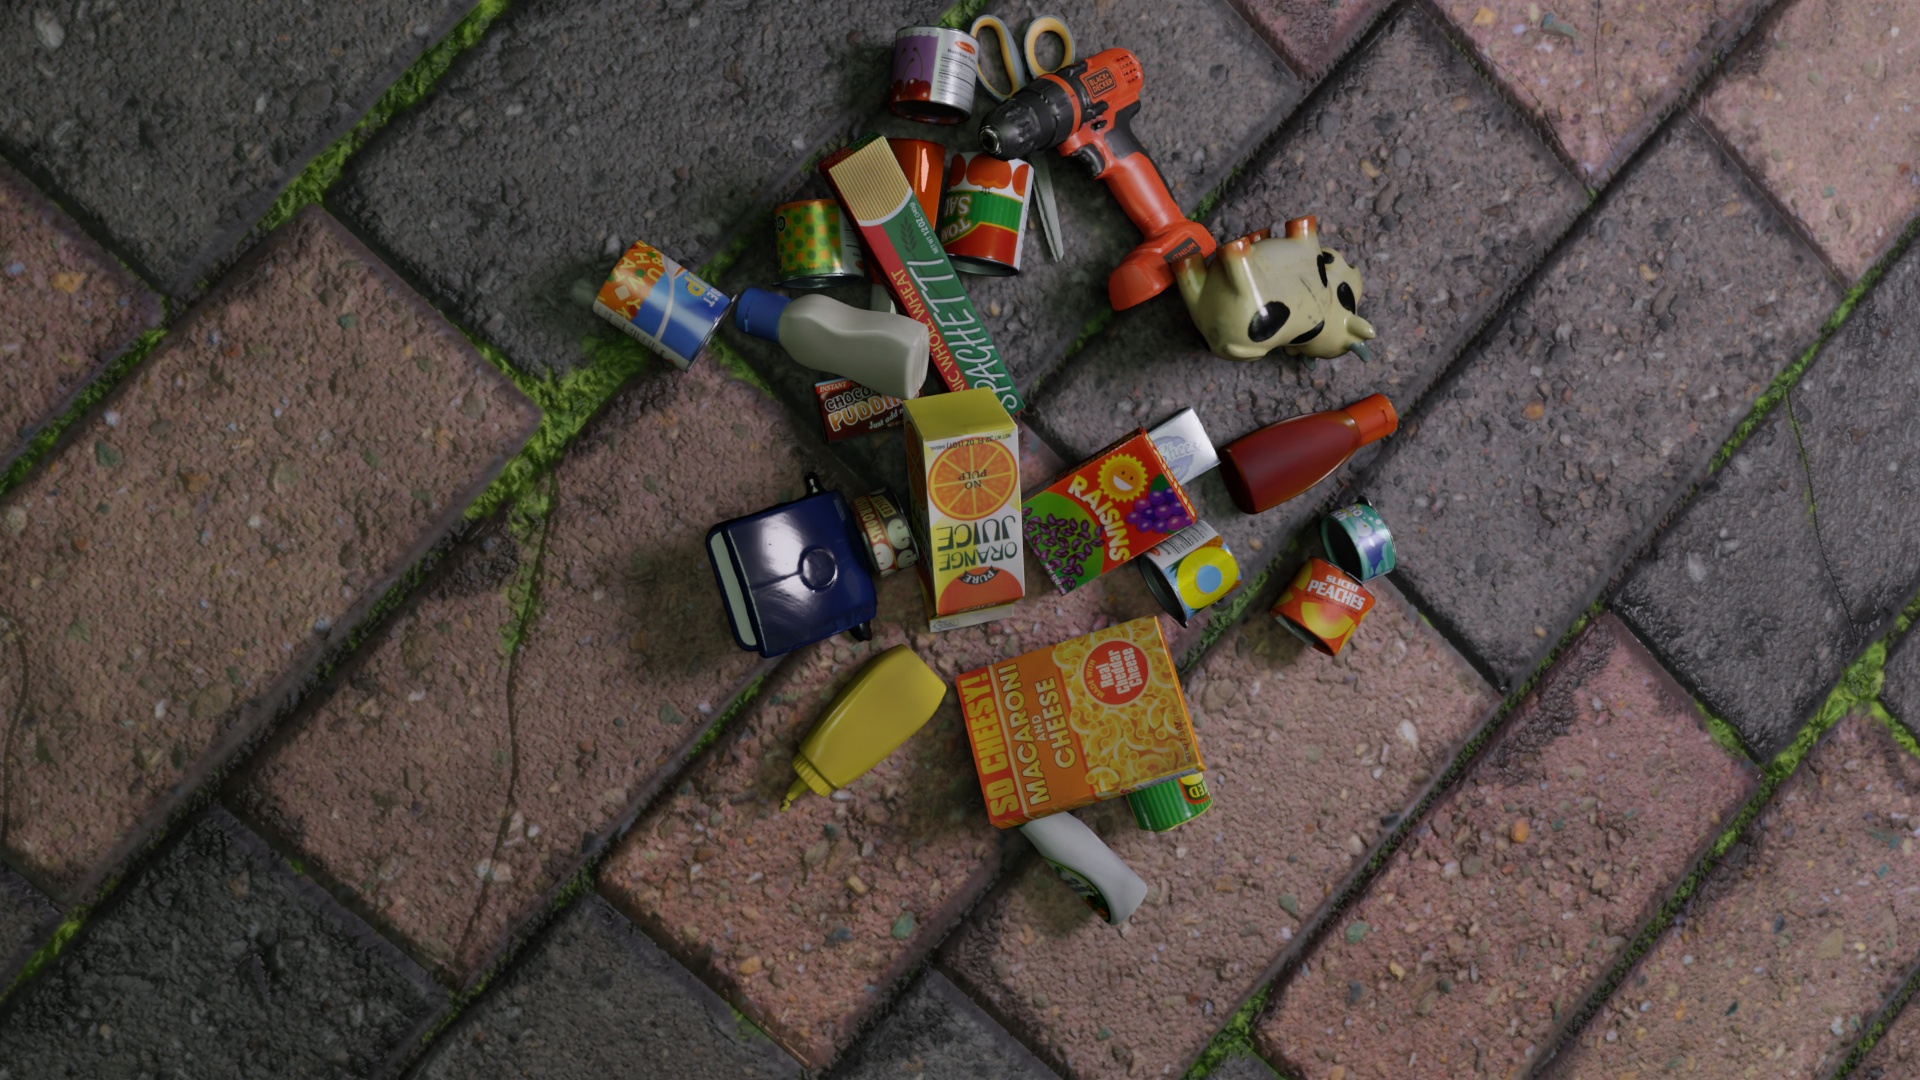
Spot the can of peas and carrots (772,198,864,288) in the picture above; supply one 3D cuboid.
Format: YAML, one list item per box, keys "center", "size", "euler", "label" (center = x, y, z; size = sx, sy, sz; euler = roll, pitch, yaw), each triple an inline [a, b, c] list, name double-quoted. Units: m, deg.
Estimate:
- center: [-0.111, -0.226, 1.065]
  size: [0.071, 0.071, 0.058]
  euler: [-5, 92, -11]
  label: "can of peas and carrots"

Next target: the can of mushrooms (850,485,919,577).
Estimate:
- center: [-0.059, -0.008, 1.079]
  size: [0.033, 0.071, 0.071]
  euler: [-21, 96, -8]
  label: "can of mushrooms"

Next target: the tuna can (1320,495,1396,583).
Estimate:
- center: [0.330, 0.000, 1.156]
  size: [0.033, 0.071, 0.071]
  euler: [-22, 96, -9]
  label: "tuna can"

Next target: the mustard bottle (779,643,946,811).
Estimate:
- center: [-0.085, 0.153, 1.090]
  size: [0.160, 0.049, 0.065]
  euler: [-43, 99, -6]
  label: "mustard bottle"

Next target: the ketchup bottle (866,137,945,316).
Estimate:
- center: [-0.048, -0.235, 1.081]
  size: [0.043, 0.065, 0.148]
  euler: [0, 102, -38]
  label: "ketchup bottle"

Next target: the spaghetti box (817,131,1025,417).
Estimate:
- center: [-0.025, -0.188, 1.057]
  size: [0.050, 0.029, 0.249]
  euler: [-34, 119, -7]
  label: "spaghetti box"

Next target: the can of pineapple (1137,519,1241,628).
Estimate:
- center: [0.187, 0.026, 1.131]
  size: [0.058, 0.071, 0.071]
  euler: [-32, 98, -8]
  label: "can of pineapple"

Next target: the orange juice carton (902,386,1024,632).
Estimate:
- center: [0.004, -0.013, 1.071]
  size: [0.072, 0.073, 0.191]
  euler: [-10, 121, -11]
  label: "orange juice carton"

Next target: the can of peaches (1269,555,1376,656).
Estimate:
- center: [0.300, 0.055, 1.151]
  size: [0.071, 0.071, 0.058]
  euler: [39, 86, -10]
  label: "can of peaches"

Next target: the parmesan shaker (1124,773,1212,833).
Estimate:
- center: [0.155, 0.175, 1.126]
  size: [0.071, 0.071, 0.103]
  euler: [-23, 96, -9]
  label: "parmesan shaker"

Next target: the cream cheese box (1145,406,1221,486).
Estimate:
- center: [0.158, -0.062, 1.143]
  size: [0.104, 0.024, 0.053]
  euler: [-32, 97, -8]
  label: "cream cheese box"

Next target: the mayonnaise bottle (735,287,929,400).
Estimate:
- center: [-0.098, -0.156, 1.057]
  size: [0.148, 0.064, 0.041]
  euler: [19, 49, 12]
  label: "mayonnaise bottle"

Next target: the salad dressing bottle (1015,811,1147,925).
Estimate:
- center: [0.084, 0.245, 1.123]
  size: [0.147, 0.064, 0.044]
  euler: [44, 71, -1]
  label: "salad dressing bottle"

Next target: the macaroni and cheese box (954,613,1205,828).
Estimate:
- center: [0.091, 0.142, 1.079]
  size: [0.166, 0.040, 0.124]
  euler: [-18, 68, 11]
  label: "macaroni and cheese box"

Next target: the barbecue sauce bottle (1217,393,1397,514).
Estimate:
- center: [0.292, -0.078, 1.159]
  size: [0.149, 0.043, 0.065]
  euler: [-25, 97, -10]
  label: "barbecue sauce bottle"

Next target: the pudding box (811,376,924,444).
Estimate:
- center: [-0.071, -0.109, 1.094]
  size: [0.084, 0.030, 0.049]
  euler: [-13, 93, -10]
  label: "pudding box"

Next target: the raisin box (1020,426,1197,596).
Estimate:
- center: [0.113, -0.023, 1.107]
  size: [0.123, 0.040, 0.086]
  euler: [-30, 97, 16]
  label: "raisin box"

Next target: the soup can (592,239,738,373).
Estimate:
- center: [-0.221, -0.178, 1.044]
  size: [0.084, 0.071, 0.071]
  euler: [34, 86, -10]
  label: "soup can"

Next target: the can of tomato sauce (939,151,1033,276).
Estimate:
- center: [0.018, -0.255, 1.088]
  size: [0.071, 0.071, 0.083]
  euler: [9, 90, -11]
  label: "can of tomato sauce"

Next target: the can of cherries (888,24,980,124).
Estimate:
- center: [-0.022, -0.361, 1.080]
  size: [0.071, 0.071, 0.058]
  euler: [6, 92, -11]
  label: "can of cherries"
